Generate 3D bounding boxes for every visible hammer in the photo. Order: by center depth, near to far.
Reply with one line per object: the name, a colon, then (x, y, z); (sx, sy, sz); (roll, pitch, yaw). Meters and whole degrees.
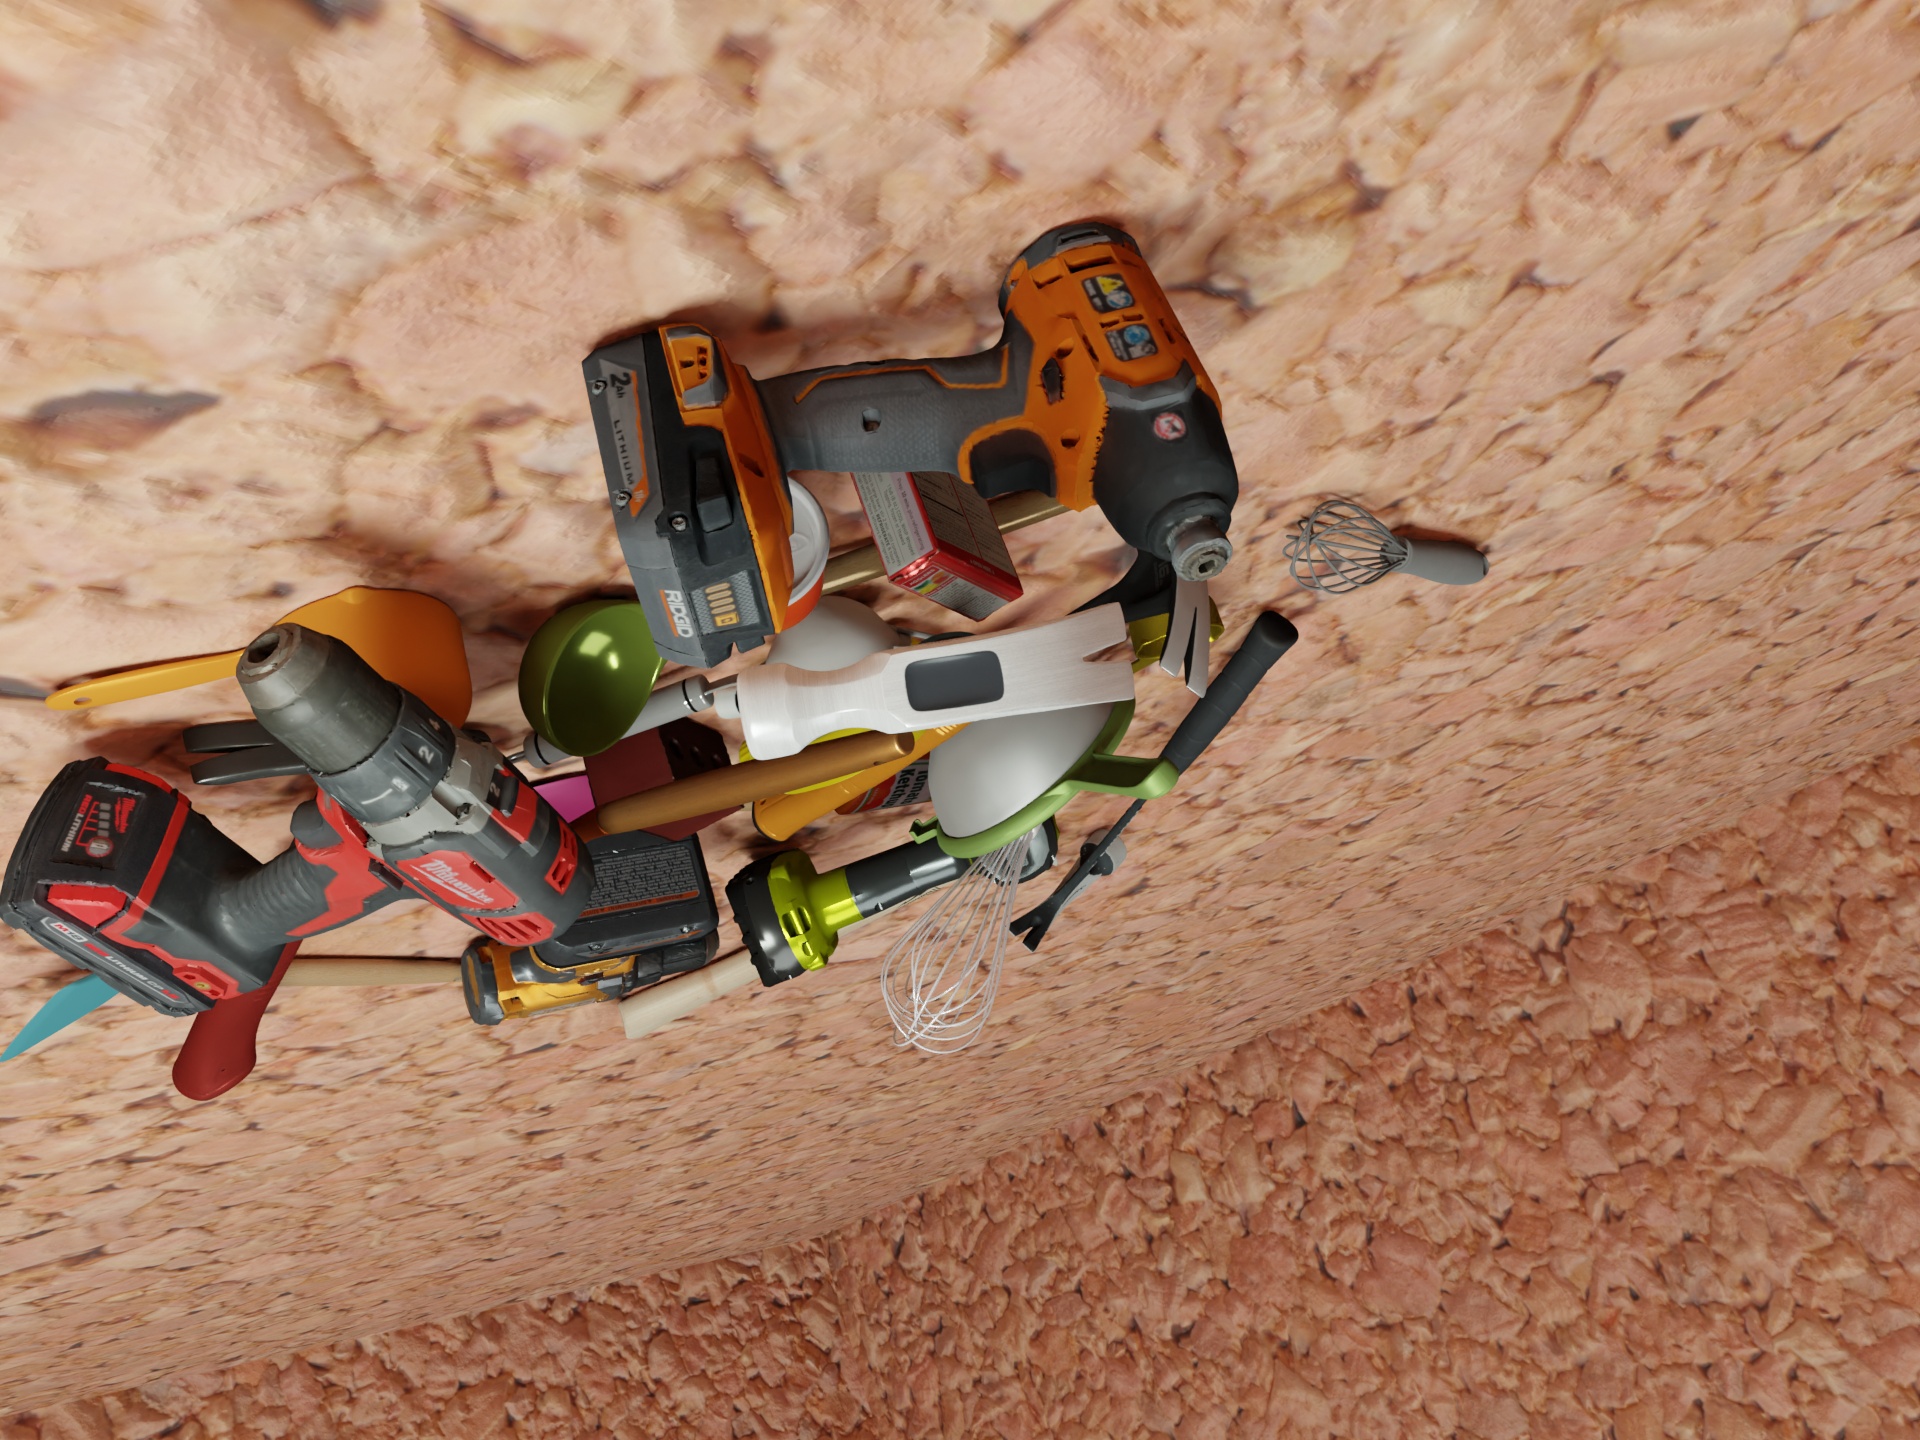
hammer: (-0.005, -0.021, 0.652); (0.128, 0.033, 0.331); (-9, -177, 1)
hammer: (-0.392, 0.117, 0.886); (0.149, 0.037, 0.359); (0, 143, -42)
hammer: (-0.001, -0.003, 0.896); (0.337, 0.127, 0.034); (-31, 132, 34)
hammer: (0.143, 0.048, 1.191); (0.149, 0.036, 0.408); (-41, 169, -36)
hammer: (-0.114, 0.176, 1.329); (0.410, 0.038, 0.146); (-28, 159, 20)

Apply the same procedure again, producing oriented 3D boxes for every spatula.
spatula: (-0.145, 0.031, 0.722); (0.322, 0.041, 0.081); (-15, 163, 38)
spatula: (-0.442, 0.173, 1.024); (0.082, 0.044, 0.317); (-42, 153, 23)

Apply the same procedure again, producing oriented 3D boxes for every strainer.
strainer: (-0.132, -0.018, 0.840); (0.258, 0.050, 0.087); (-19, -157, 12)
strainer: (0.044, 0.009, 0.903); (0.151, 0.069, 0.256); (-45, -166, -13)

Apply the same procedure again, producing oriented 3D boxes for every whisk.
whisk: (0.026, 0.084, 0.970); (0.070, 0.070, 0.285); (-48, -171, 50)
whisk: (0.272, -0.100, 0.988); (0.238, 0.055, 0.055); (-1, 152, -47)

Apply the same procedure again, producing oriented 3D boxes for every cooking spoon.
cooking spoon: (-0.146, 0.051, 1.022); (0.318, 0.017, 0.068); (-1, 152, -39)

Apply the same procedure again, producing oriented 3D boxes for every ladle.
ladle: (-0.060, -0.063, 0.777); (0.320, 0.062, 0.078); (-20, 139, -8)

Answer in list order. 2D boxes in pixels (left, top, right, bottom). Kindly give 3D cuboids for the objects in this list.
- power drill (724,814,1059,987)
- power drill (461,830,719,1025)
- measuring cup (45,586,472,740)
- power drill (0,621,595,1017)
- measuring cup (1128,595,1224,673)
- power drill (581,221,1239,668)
power drill: (-0.039, 0.102, 1.115); (0.223, 0.080, 0.171); (-21, -176, 4)
power drill: (-0.233, 0.143, 1.091); (0.185, 0.084, 0.226); (-8, 160, -29)
measuring cup: (-0.303, -0.006, 0.702); (0.173, 0.052, 0.095); (-13, 158, -22)
power drill: (-0.294, 0.045, 0.678); (0.227, 0.080, 0.187); (-13, 140, 19)
measuring cup: (0.105, -0.045, 1.015); (0.062, 0.029, 0.156); (-6, 166, -34)
power drill: (-0.013, -0.096, 0.590); (0.226, 0.164, 0.084); (-15, 145, -6)
